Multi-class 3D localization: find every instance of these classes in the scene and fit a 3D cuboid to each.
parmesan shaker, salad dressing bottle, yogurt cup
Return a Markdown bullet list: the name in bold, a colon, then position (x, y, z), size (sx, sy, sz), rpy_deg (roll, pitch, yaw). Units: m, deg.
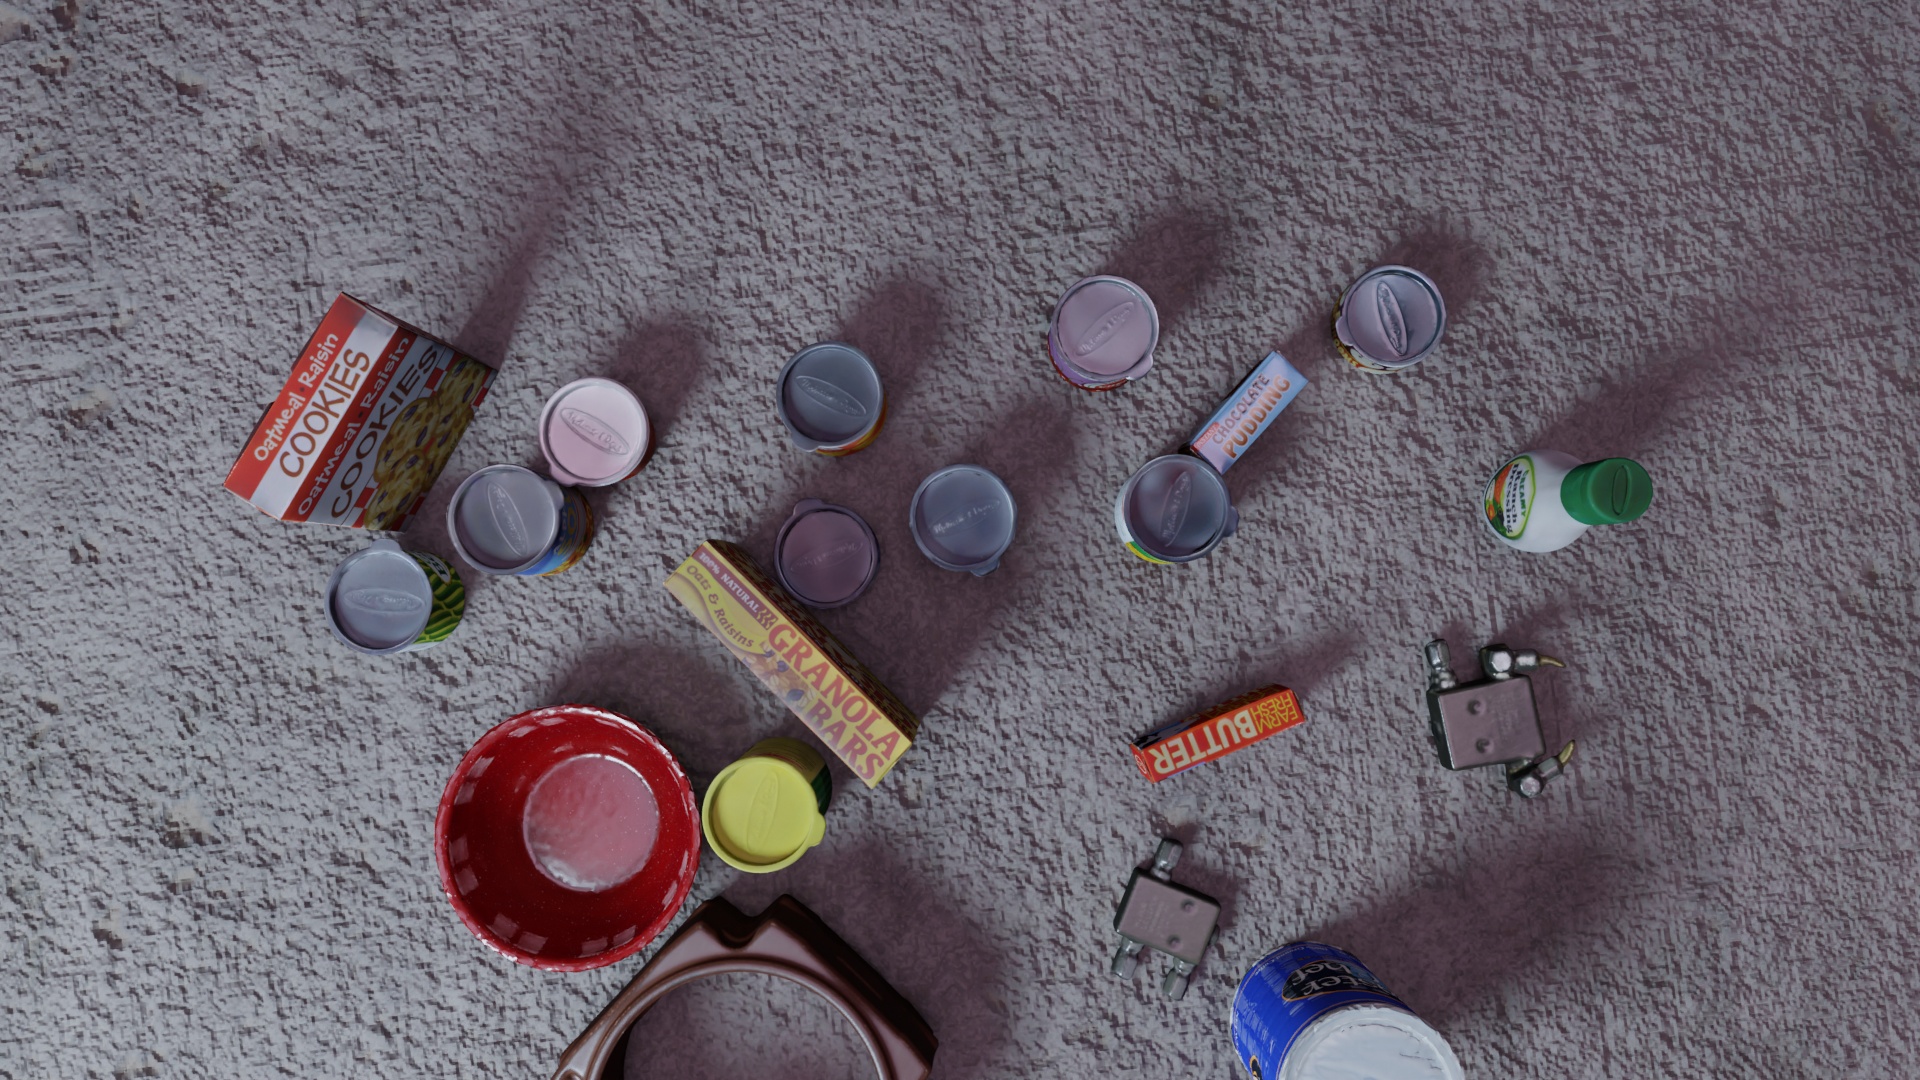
- **parmesan shaker**: position (-0.111, 0.158, 0.841), size (0.071, 0.103, 0.071), rpy_deg (0, 88, 0)
- **salad dressing bottle**: position (0.360, -0.026, 0.829), size (0.044, 0.147, 0.064), rpy_deg (8, 88, 0)
- **yogurt cup**: position (-0.225, -0.066, 0.875), size (0.072, 0.054, 0.072), rpy_deg (0, 88, 0)

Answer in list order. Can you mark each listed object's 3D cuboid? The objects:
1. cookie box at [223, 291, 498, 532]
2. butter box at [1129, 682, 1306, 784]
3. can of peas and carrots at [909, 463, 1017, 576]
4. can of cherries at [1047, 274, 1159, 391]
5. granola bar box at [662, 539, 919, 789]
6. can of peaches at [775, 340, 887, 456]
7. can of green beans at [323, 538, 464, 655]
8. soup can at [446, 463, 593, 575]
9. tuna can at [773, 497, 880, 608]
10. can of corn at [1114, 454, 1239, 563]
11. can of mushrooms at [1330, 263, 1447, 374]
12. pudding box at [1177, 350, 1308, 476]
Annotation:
- **cookie box**: position (-0.346, -0.069, 0.818), size (0.040, 0.167, 0.123), rpy_deg (30, 88, 1)
- **butter box**: position (0.160, 0.120, 0.869), size (0.103, 0.053, 0.024), rpy_deg (-22, 88, -1)
- **can of peas and carrots**: position (0.003, -0.011, 0.871), size (0.071, 0.058, 0.071), rpy_deg (0, 88, 0)
- **can of cherries**: position (0.090, -0.127, 0.877), size (0.071, 0.058, 0.071), rpy_deg (0, 88, 0)
- **granola bar box**: position (-0.096, 0.070, 0.834), size (0.165, 0.124, 0.039), rpy_deg (44, 89, 2)
- **can of peaches**: position (-0.081, -0.086, 0.875), size (0.071, 0.058, 0.071), rpy_deg (0, 88, 0)
- **can of green beans**: position (-0.352, 0.037, 0.868), size (0.071, 0.058, 0.071), rpy_deg (0, 88, 0)
- **soup can**: position (-0.266, -0.012, 0.858), size (0.071, 0.084, 0.071), rpy_deg (0, 88, 0)
- **tuna can**: position (-0.085, 0.008, 0.883), size (0.071, 0.033, 0.071), rpy_deg (0, 87, 0)
- **can of corn**: position (0.134, -0.018, 0.872), size (0.071, 0.058, 0.071), rpy_deg (0, 88, 0)
- **can of mushrooms**: position (0.271, -0.141, 0.891), size (0.071, 0.033, 0.071), rpy_deg (0, 87, 0)
- **pudding box**: position (0.178, -0.079, 0.879), size (0.030, 0.049, 0.084), rpy_deg (43, 88, 1)
